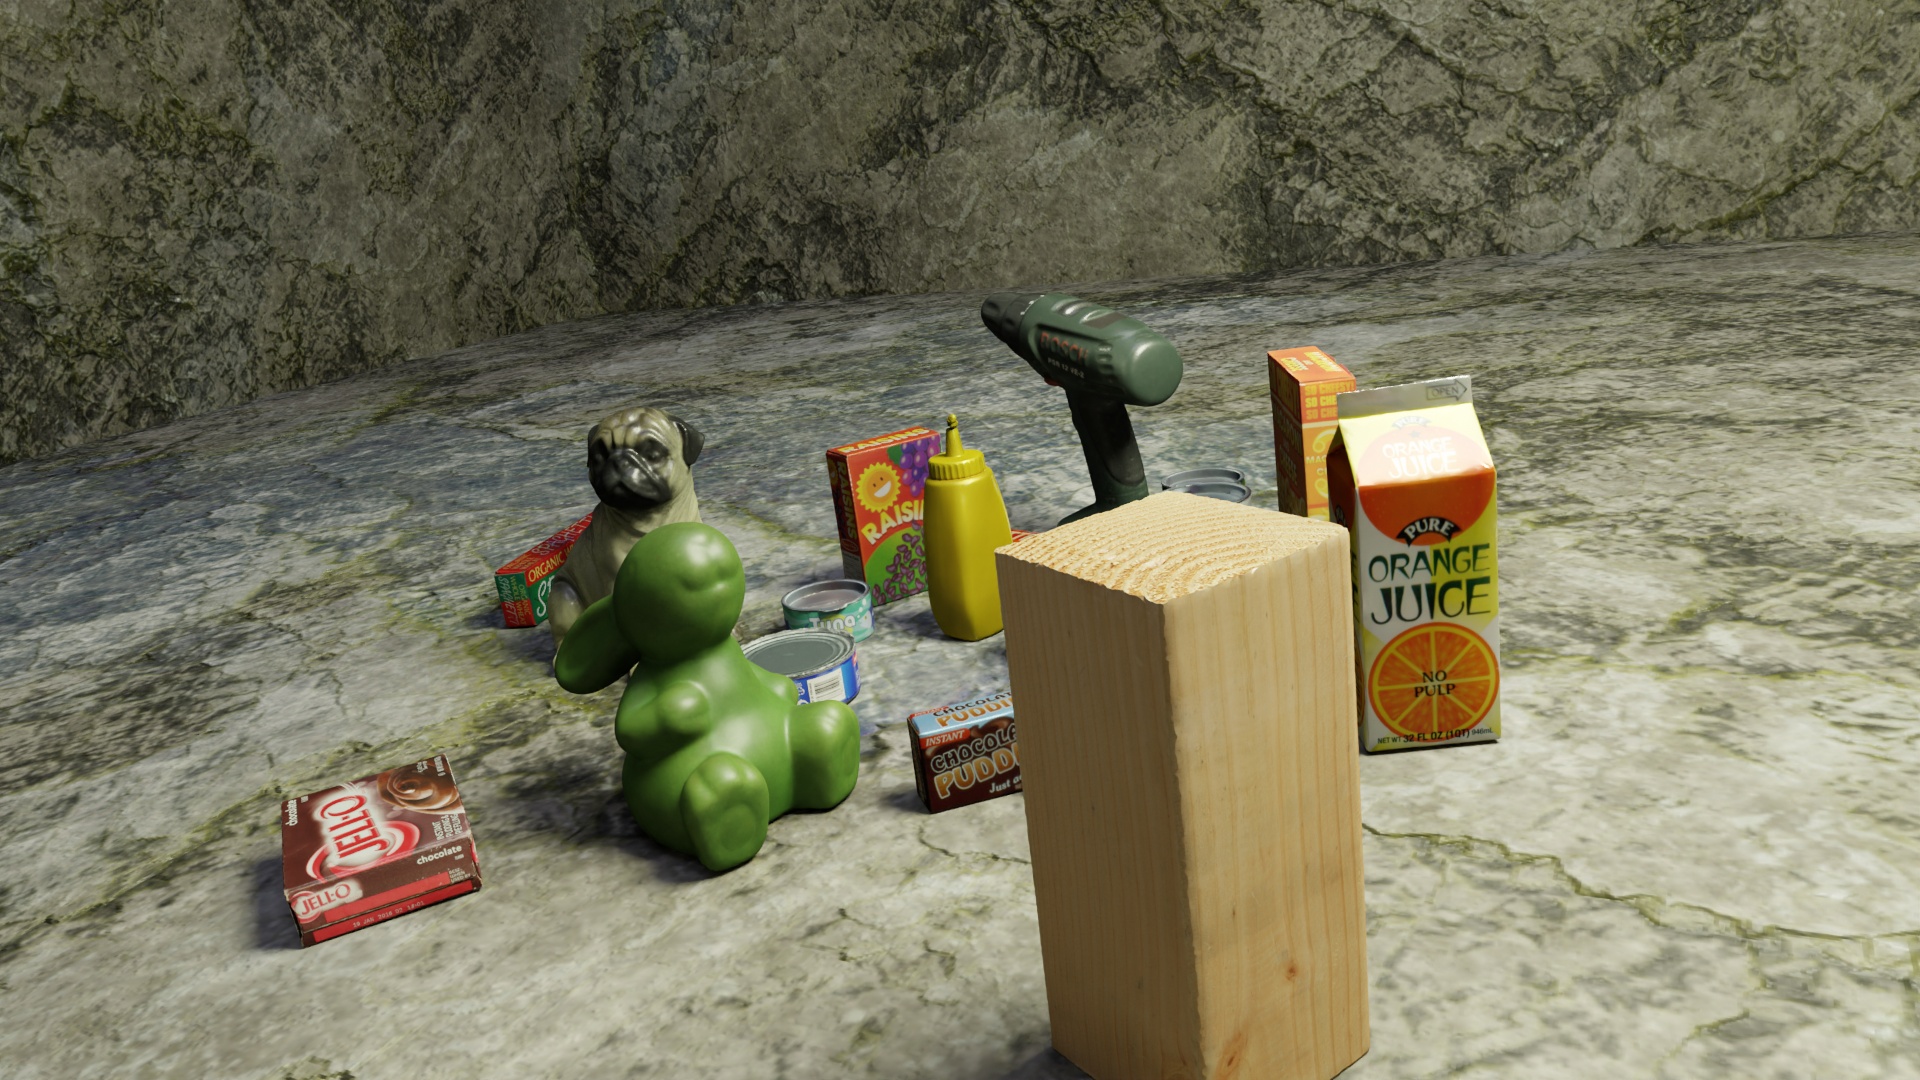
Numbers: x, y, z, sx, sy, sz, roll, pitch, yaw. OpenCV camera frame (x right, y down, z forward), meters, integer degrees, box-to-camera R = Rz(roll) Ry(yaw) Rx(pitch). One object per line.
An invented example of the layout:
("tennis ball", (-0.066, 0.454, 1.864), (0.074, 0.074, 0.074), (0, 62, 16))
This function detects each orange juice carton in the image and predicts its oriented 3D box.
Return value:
("orange juice carton", (0.241, 0.010, 0.745), (0.072, 0.192, 0.073), (-6, 16, 4))

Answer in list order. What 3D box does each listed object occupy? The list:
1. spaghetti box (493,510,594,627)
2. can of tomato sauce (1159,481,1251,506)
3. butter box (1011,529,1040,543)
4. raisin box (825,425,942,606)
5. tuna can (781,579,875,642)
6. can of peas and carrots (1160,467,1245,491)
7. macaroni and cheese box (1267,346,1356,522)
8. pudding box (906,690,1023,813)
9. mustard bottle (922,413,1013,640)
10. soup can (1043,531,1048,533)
("spaghetti box", (-0.334, 0.011, 1.237), (0.028, 0.050, 0.251), (-3, 17, 14))
("can of tomato sauce", (0.172, 0.006, 0.976), (0.071, 0.082, 0.071), (-7, 16, 2))
("butter box", (0.035, 0.019, 1.047), (0.103, 0.053, 0.024), (9, 23, 44))
("raisin box", (-0.052, -0.019, 1.088), (0.086, 0.123, 0.040), (-16, 18, -28))
("tuna can", (-0.096, 0.055, 1.019), (0.071, 0.032, 0.071), (-7, 17, 2))
("can of peas and carrots", (0.196, -0.022, 1.102), (0.071, 0.058, 0.071), (-7, 16, 2))
("macaroni and cheese box", (0.247, -0.042, 0.960), (0.040, 0.166, 0.124), (-6, 16, 4))
("pudding box", (0.016, 0.111, 0.754), (0.084, 0.049, 0.030), (-12, 17, -14))
("mustard bottle", (0.003, -0.012, 0.977), (0.049, 0.159, 0.065), (7, 21, 40))
("soup can", (0.083, 0.039, 0.906), (0.071, 0.083, 0.071), (-7, 16, 2))
